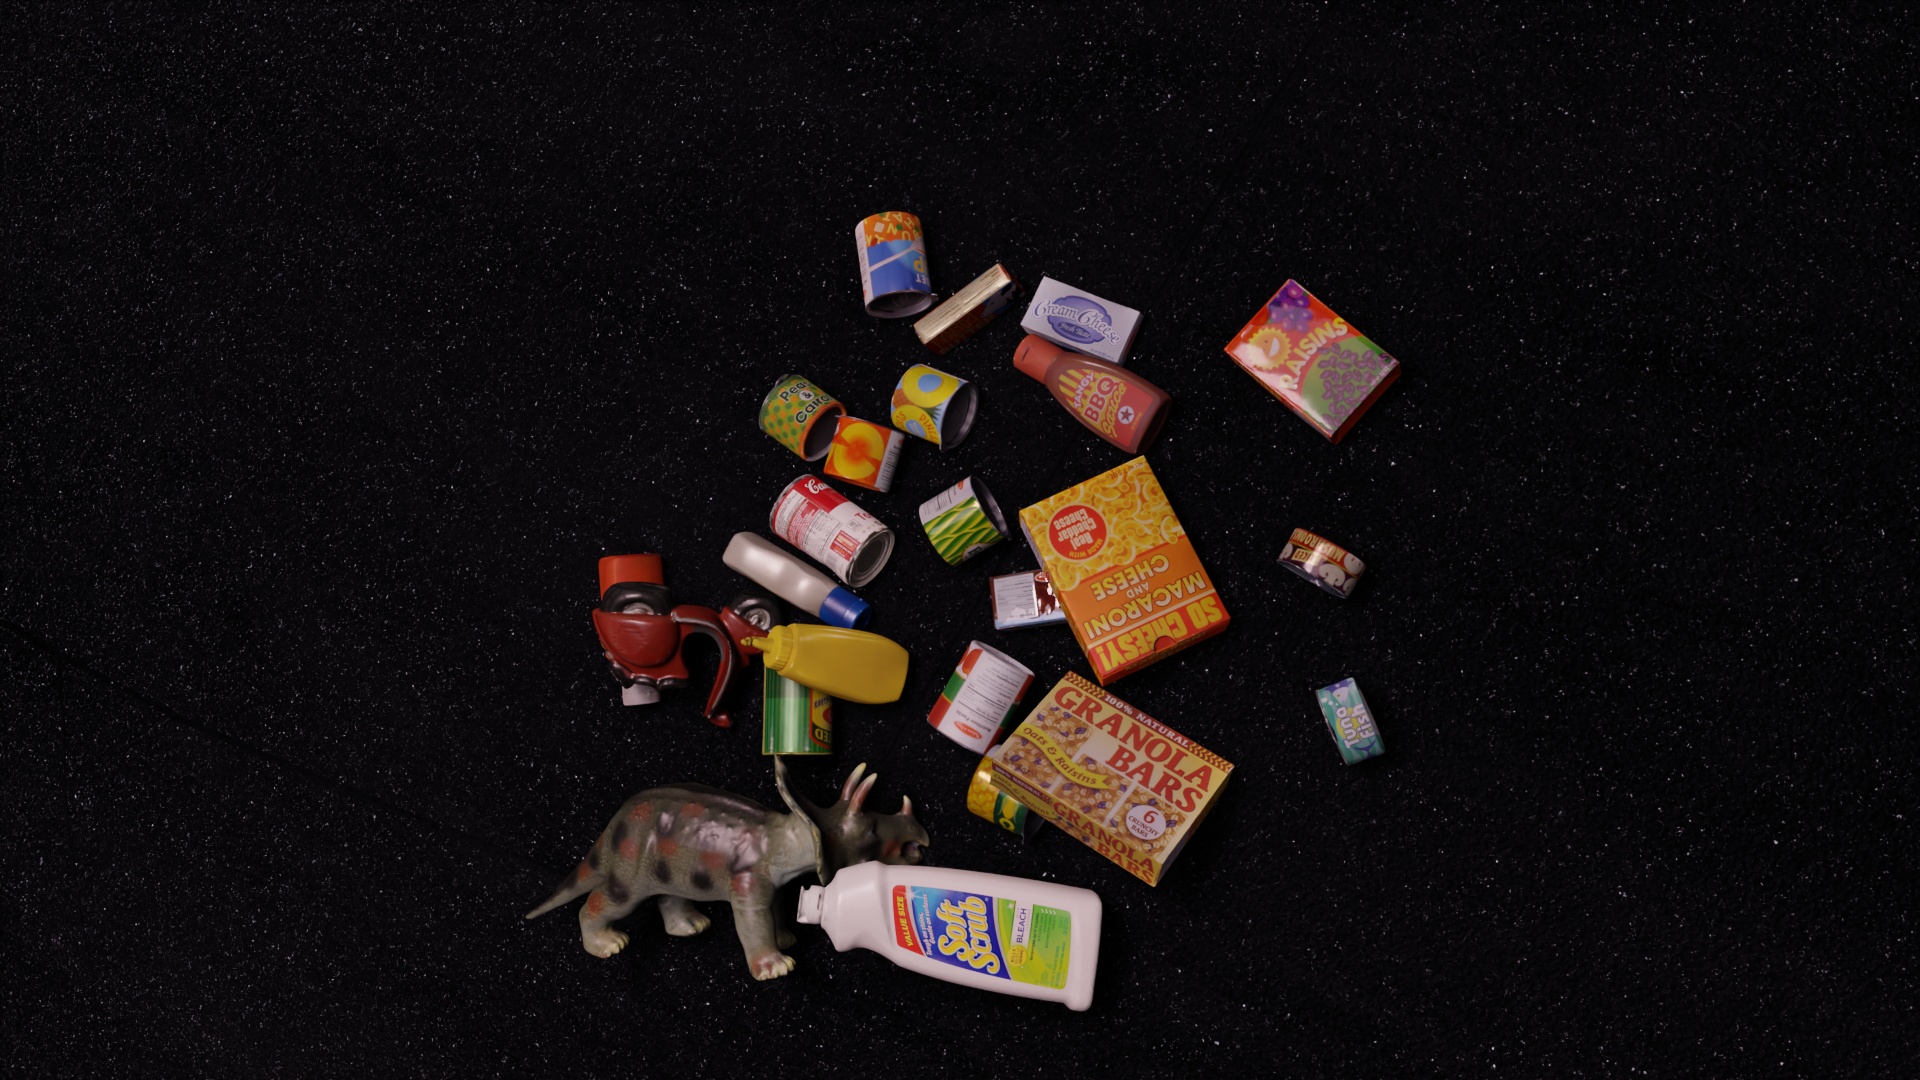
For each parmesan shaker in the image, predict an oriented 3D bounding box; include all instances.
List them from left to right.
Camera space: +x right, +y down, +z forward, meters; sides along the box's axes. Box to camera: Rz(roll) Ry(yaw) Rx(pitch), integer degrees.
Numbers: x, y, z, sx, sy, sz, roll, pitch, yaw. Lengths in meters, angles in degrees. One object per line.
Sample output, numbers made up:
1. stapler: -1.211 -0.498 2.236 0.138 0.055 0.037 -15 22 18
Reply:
1. parmesan shaker: -0.153 0.149 1.304 0.071 0.071 0.103 -4 80 20

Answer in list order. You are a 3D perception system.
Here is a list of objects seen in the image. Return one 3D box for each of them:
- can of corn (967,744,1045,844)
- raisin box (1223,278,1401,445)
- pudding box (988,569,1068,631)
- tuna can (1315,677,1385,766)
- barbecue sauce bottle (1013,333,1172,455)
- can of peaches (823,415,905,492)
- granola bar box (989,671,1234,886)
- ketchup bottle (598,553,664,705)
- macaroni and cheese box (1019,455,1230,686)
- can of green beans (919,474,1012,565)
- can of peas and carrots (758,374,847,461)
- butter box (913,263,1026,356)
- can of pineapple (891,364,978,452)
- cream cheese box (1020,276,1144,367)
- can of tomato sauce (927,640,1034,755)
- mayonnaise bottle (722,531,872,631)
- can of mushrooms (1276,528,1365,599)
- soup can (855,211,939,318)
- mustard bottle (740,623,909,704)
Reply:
1. can of corn: 0.045 0.222 1.219 0.058 0.071 0.071 21 89 23
2. raisin box: 0.304 -0.155 1.200 0.123 0.040 0.086 45 99 22
3. pudding box: 0.071 0.053 1.258 0.083 0.030 0.050 -10 77 19
4. tuna can: 0.317 0.147 1.127 0.033 0.071 0.071 -24 74 15
5. barbecue sauce bottle: 0.117 -0.139 1.265 0.149 0.044 0.064 34 109 23
6. can of peaches: -0.094 -0.083 1.324 0.071 0.071 0.058 15 88 22
7. granola bar box: 0.127 0.197 1.171 0.166 0.038 0.125 29 49 22
8. ketchup bottle: -0.323 0.088 1.386 0.043 0.065 0.149 -8 86 40
9. macaroni and cheese box: 0.141 0.026 1.212 0.124 0.040 0.167 -24 72 -4
10. can of green beans: 0.003 -0.018 1.276 0.057 0.071 0.071 -30 72 15
11. can of peas and carrots: -0.152 -0.120 1.350 0.059 0.071 0.071 35 94 21
12. butter box: 0.009 -0.218 1.315 0.103 0.053 0.024 -35 74 13
13. can of pineapple: -0.025 -0.125 1.304 0.058 0.071 0.071 23 90 23
14. cream cheese box: 0.113 -0.203 1.289 0.104 0.024 0.053 25 89 22
15. can of tomato sauce: 0.019 0.140 1.245 0.071 0.071 0.083 30 92 22
16. mayonnaise bottle: -0.154 0.042 1.329 0.148 0.065 0.041 30 92 19
17. can of mushrooms: 0.300 0.019 1.156 0.071 0.071 0.033 31 92 22
18. soup can: -0.061 -0.266 1.344 0.071 0.071 0.084 -13 77 19
19. mustard bottle: -0.126 0.106 1.261 0.049 0.160 0.065 -2 72 61
